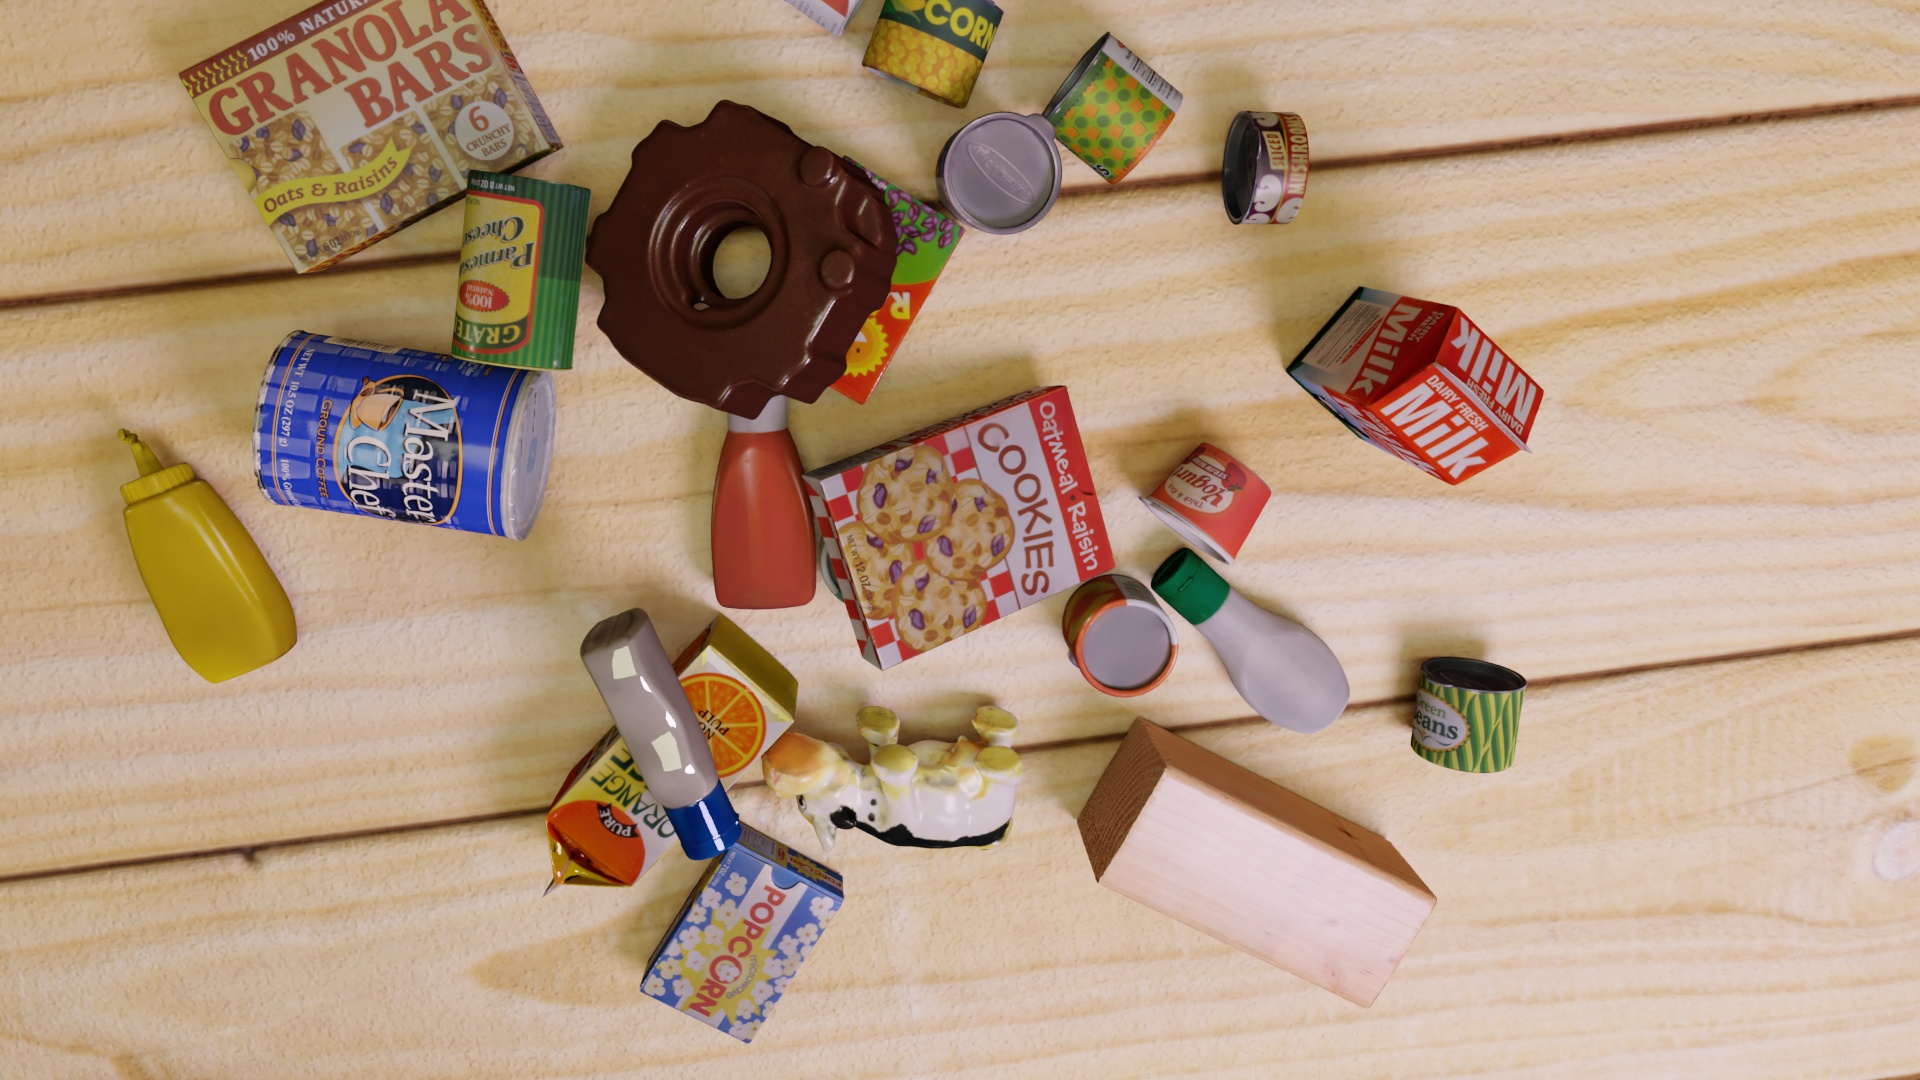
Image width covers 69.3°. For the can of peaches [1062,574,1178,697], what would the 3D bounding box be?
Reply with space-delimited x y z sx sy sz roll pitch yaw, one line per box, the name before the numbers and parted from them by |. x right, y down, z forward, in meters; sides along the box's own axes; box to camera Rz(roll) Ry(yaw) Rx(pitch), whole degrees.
can of peaches | 0.101 0.063 0.892 0.071 0.058 0.071 -1 103 -5

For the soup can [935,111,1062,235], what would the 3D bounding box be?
soup can | 0.022 -0.214 0.806 0.071 0.084 0.071 -1 104 -5

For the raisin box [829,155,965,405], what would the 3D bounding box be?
raisin box | -0.064 -0.156 0.836 0.086 0.040 0.123 29 99 -10

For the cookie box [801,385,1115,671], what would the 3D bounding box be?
cookie box | 0.003 -0.011 0.850 0.168 0.040 0.122 -22 106 -19

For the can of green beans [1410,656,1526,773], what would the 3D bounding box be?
can of green beans | 0.335 0.115 0.919 0.071 0.071 0.057 2 104 -5

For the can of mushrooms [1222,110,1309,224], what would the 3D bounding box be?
can of mushrooms | 0.181 -0.222 0.824 0.033 0.071 0.071 0 104 -6

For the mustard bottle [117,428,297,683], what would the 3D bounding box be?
mustard bottle | -0.462 0.005 0.837 0.065 0.049 0.160 -20 103 0

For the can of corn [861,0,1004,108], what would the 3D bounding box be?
can of corn | -0.015 -0.286 0.793 0.071 0.071 0.058 21 102 -9

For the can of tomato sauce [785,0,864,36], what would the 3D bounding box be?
can of tomato sauce | -0.085 -0.336 0.777 0.083 0.071 0.071 32 99 -12

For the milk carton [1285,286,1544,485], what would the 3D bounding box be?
milk carton | 0.263 -0.090 0.800 0.072 0.191 0.073 39 98 -12

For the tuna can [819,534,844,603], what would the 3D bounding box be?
tuna can | -0.054 0.009 0.879 0.071 0.033 0.071 -1 104 -4

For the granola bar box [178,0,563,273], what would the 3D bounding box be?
granola bar box | -0.334 -0.244 0.793 0.165 0.039 0.124 -26 104 2

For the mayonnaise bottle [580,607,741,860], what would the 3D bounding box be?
mayonnaise bottle | -0.172 0.115 0.807 0.041 0.065 0.147 -21 107 -1

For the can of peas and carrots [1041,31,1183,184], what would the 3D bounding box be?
can of peas and carrots | 0.086 -0.250 0.813 0.058 0.071 0.071 36 98 -12

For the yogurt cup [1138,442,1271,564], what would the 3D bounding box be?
yogurt cup | 0.158 -0.025 0.874 0.072 0.072 0.054 37 90 -12

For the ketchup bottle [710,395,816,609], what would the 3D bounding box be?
ketchup bottle | -0.123 -0.033 0.858 0.065 0.043 0.148 -2 103 -3

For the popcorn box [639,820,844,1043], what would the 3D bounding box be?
popcorn box | -0.146 0.263 0.930 0.085 0.038 0.126 31 99 -10

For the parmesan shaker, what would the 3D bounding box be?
parmesan shaker | -0.249 -0.151 0.780 0.071 0.071 0.103 7 100 -6

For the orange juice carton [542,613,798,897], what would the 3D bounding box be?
orange juice carton | -0.193 0.145 0.881 0.073 0.072 0.192 43 96 -12

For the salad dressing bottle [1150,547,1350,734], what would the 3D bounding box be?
salad dressing bottle | 0.189 0.064 0.907 0.147 0.044 0.064 42 98 -11
